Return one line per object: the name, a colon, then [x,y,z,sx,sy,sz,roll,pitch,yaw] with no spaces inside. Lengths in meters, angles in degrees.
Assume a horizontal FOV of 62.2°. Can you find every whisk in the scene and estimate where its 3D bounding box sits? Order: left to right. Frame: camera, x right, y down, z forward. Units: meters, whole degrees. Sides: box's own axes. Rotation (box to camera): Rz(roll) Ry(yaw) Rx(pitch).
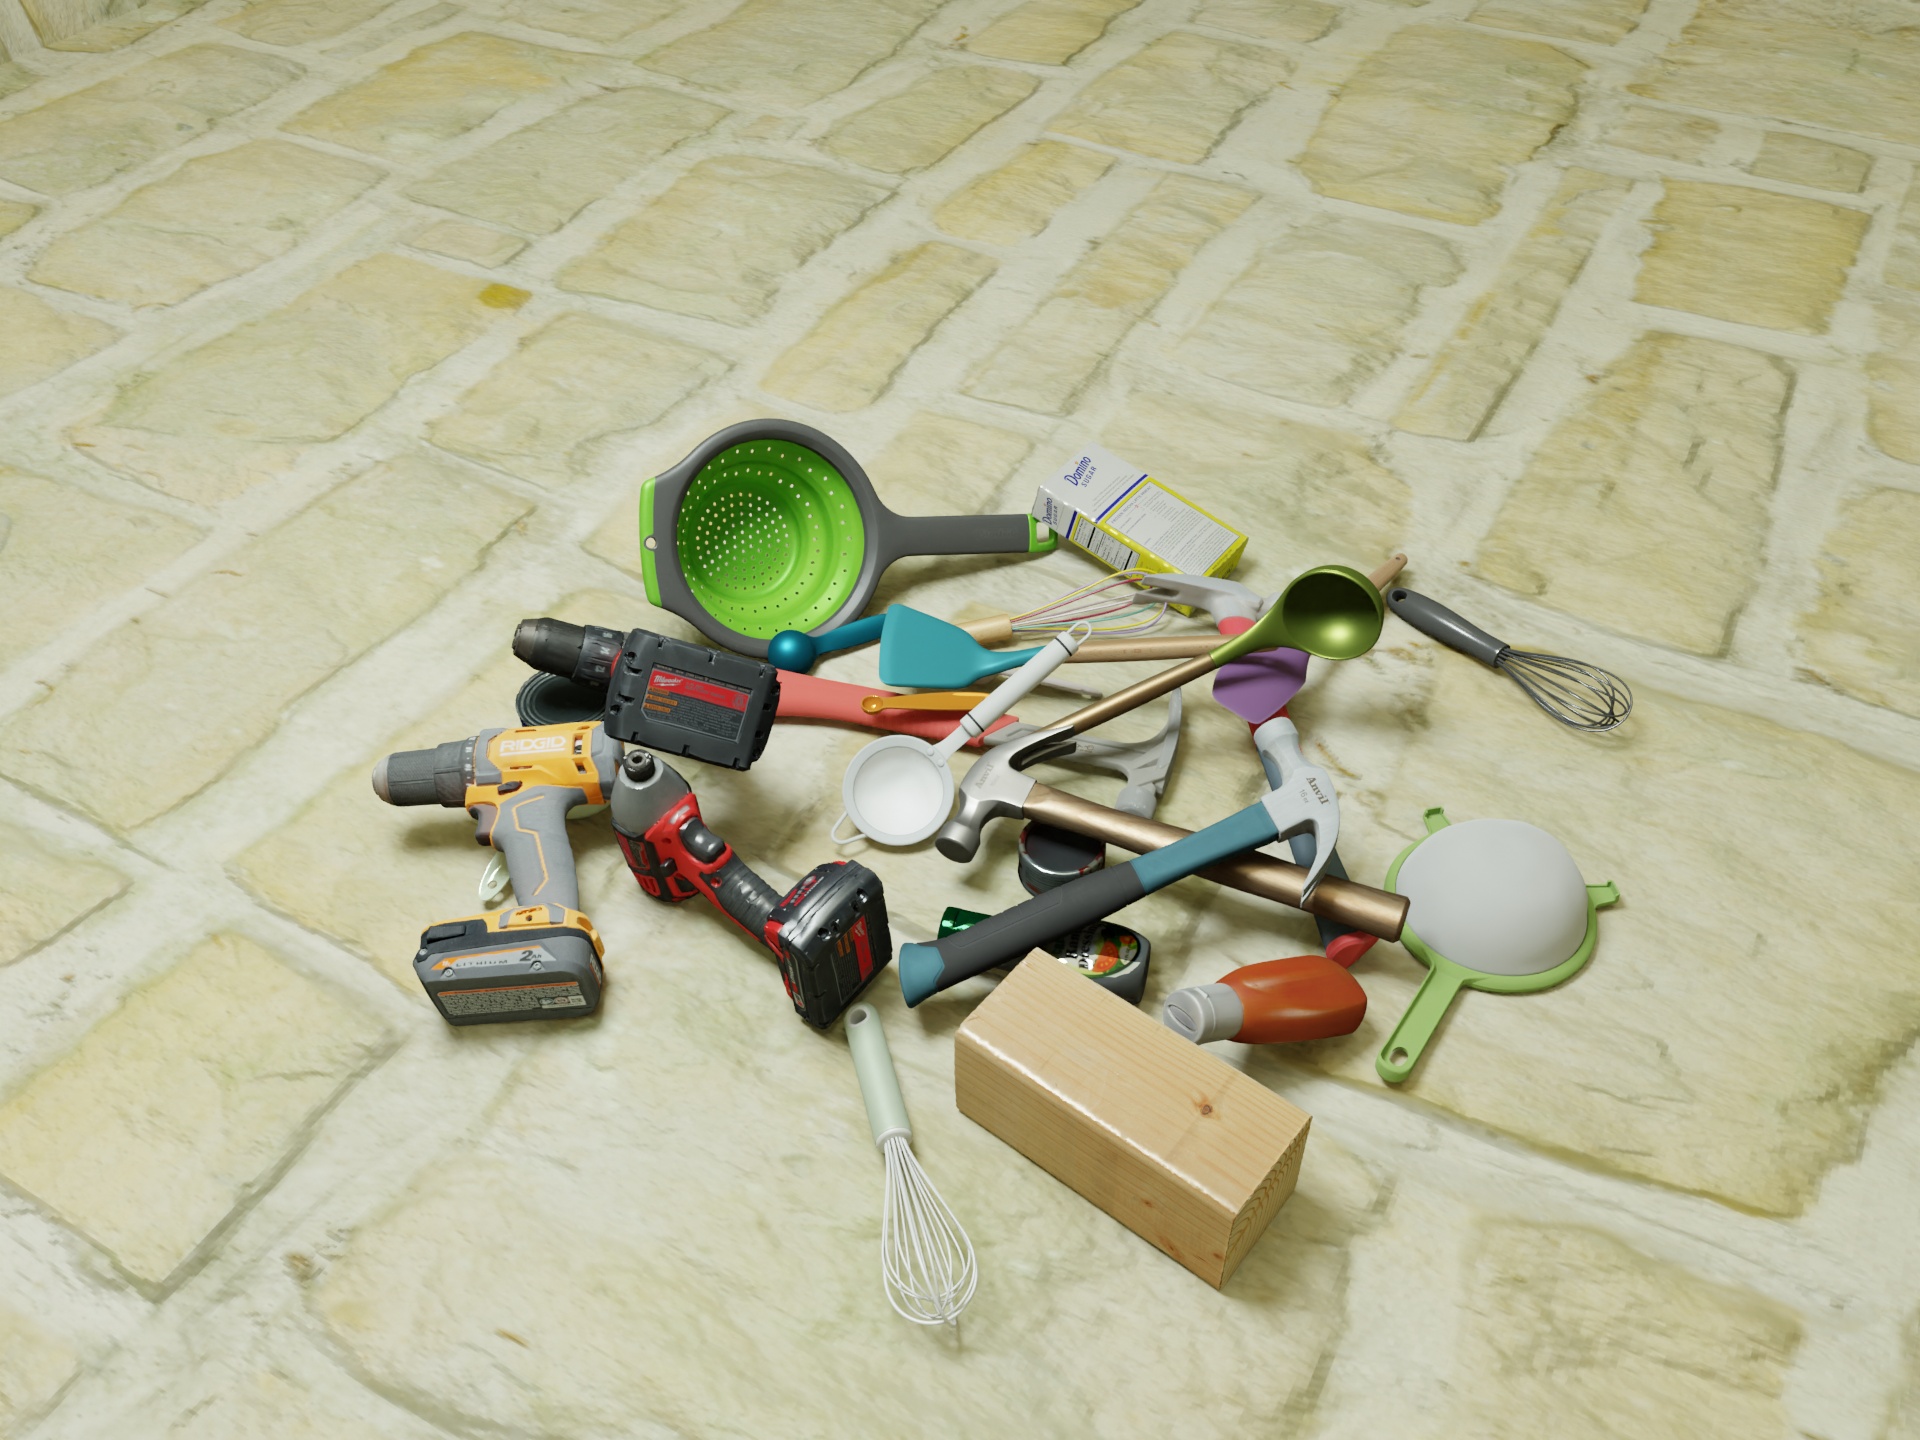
whisk: [-0.039,0.273,1.008,0.058,0.059,0.247,-24,41,1]
whisk: [0.063,-0.091,1.382,0.245,0.047,0.051,-12,54,-5]
whisk: [0.456,-0.057,1.338,0.055,0.055,0.239,-30,47,-26]

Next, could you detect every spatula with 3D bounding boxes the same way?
spatula: [0.094,-0.059,1.279,0.317,0.044,0.082,-3,55,12]
spatula: [0.302,-0.078,1.333,0.060,0.018,0.316,35,45,21]

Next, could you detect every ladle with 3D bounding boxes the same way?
ladle: [0.171,-0.031,1.217,0.320,0.078,0.062,-25,20,1]

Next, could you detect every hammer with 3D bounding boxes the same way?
hammer: [-0.002,-0.004,1.300,0.359,0.036,0.149,11,45,12]
hammer: [0.109,0.113,1.094,0.331,0.033,0.128,-23,60,-5]
hammer: [0.156,0.089,1.144,0.331,0.031,0.130,17,55,18]
hammer: [0.237,0.025,1.242,0.143,0.038,0.387,8,44,-16]

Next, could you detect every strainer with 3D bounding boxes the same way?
strainer: [0.004,0.011,1.230,0.258,0.050,0.087,-41,78,-1]
strainer: [0.355,0.146,1.110,0.151,0.069,0.256,26,49,25]

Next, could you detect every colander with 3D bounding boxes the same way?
colander: [-0.103,-0.163,1.427,0.397,0.204,0.094,-5,7,-26]

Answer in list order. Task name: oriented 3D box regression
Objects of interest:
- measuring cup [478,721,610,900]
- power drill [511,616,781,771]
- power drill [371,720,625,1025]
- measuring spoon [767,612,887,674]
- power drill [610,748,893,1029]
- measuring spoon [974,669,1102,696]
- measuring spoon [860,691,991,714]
measuring cup: [-0.320,0.077,1.230,0.083,0.038,0.168,18,58,15]
power drill: [-0.240,-0.032,1.207,0.187,0.080,0.227,16,2,-20]
power drill: [-0.339,0.101,1.147,0.185,0.084,0.226,-4,53,-2]
measuring spoon: [-0.103,-0.071,1.366,0.128,0.042,0.021,-20,5,-23]
power drill: [-0.157,0.107,1.114,0.220,0.143,0.078,30,58,26]
measuring spoon: [0.058,-0.030,1.343,0.124,0.018,0.034,12,18,6]
measuring spoon: [-0.022,-0.012,1.278,0.117,0.011,0.021,-1,43,-6]
